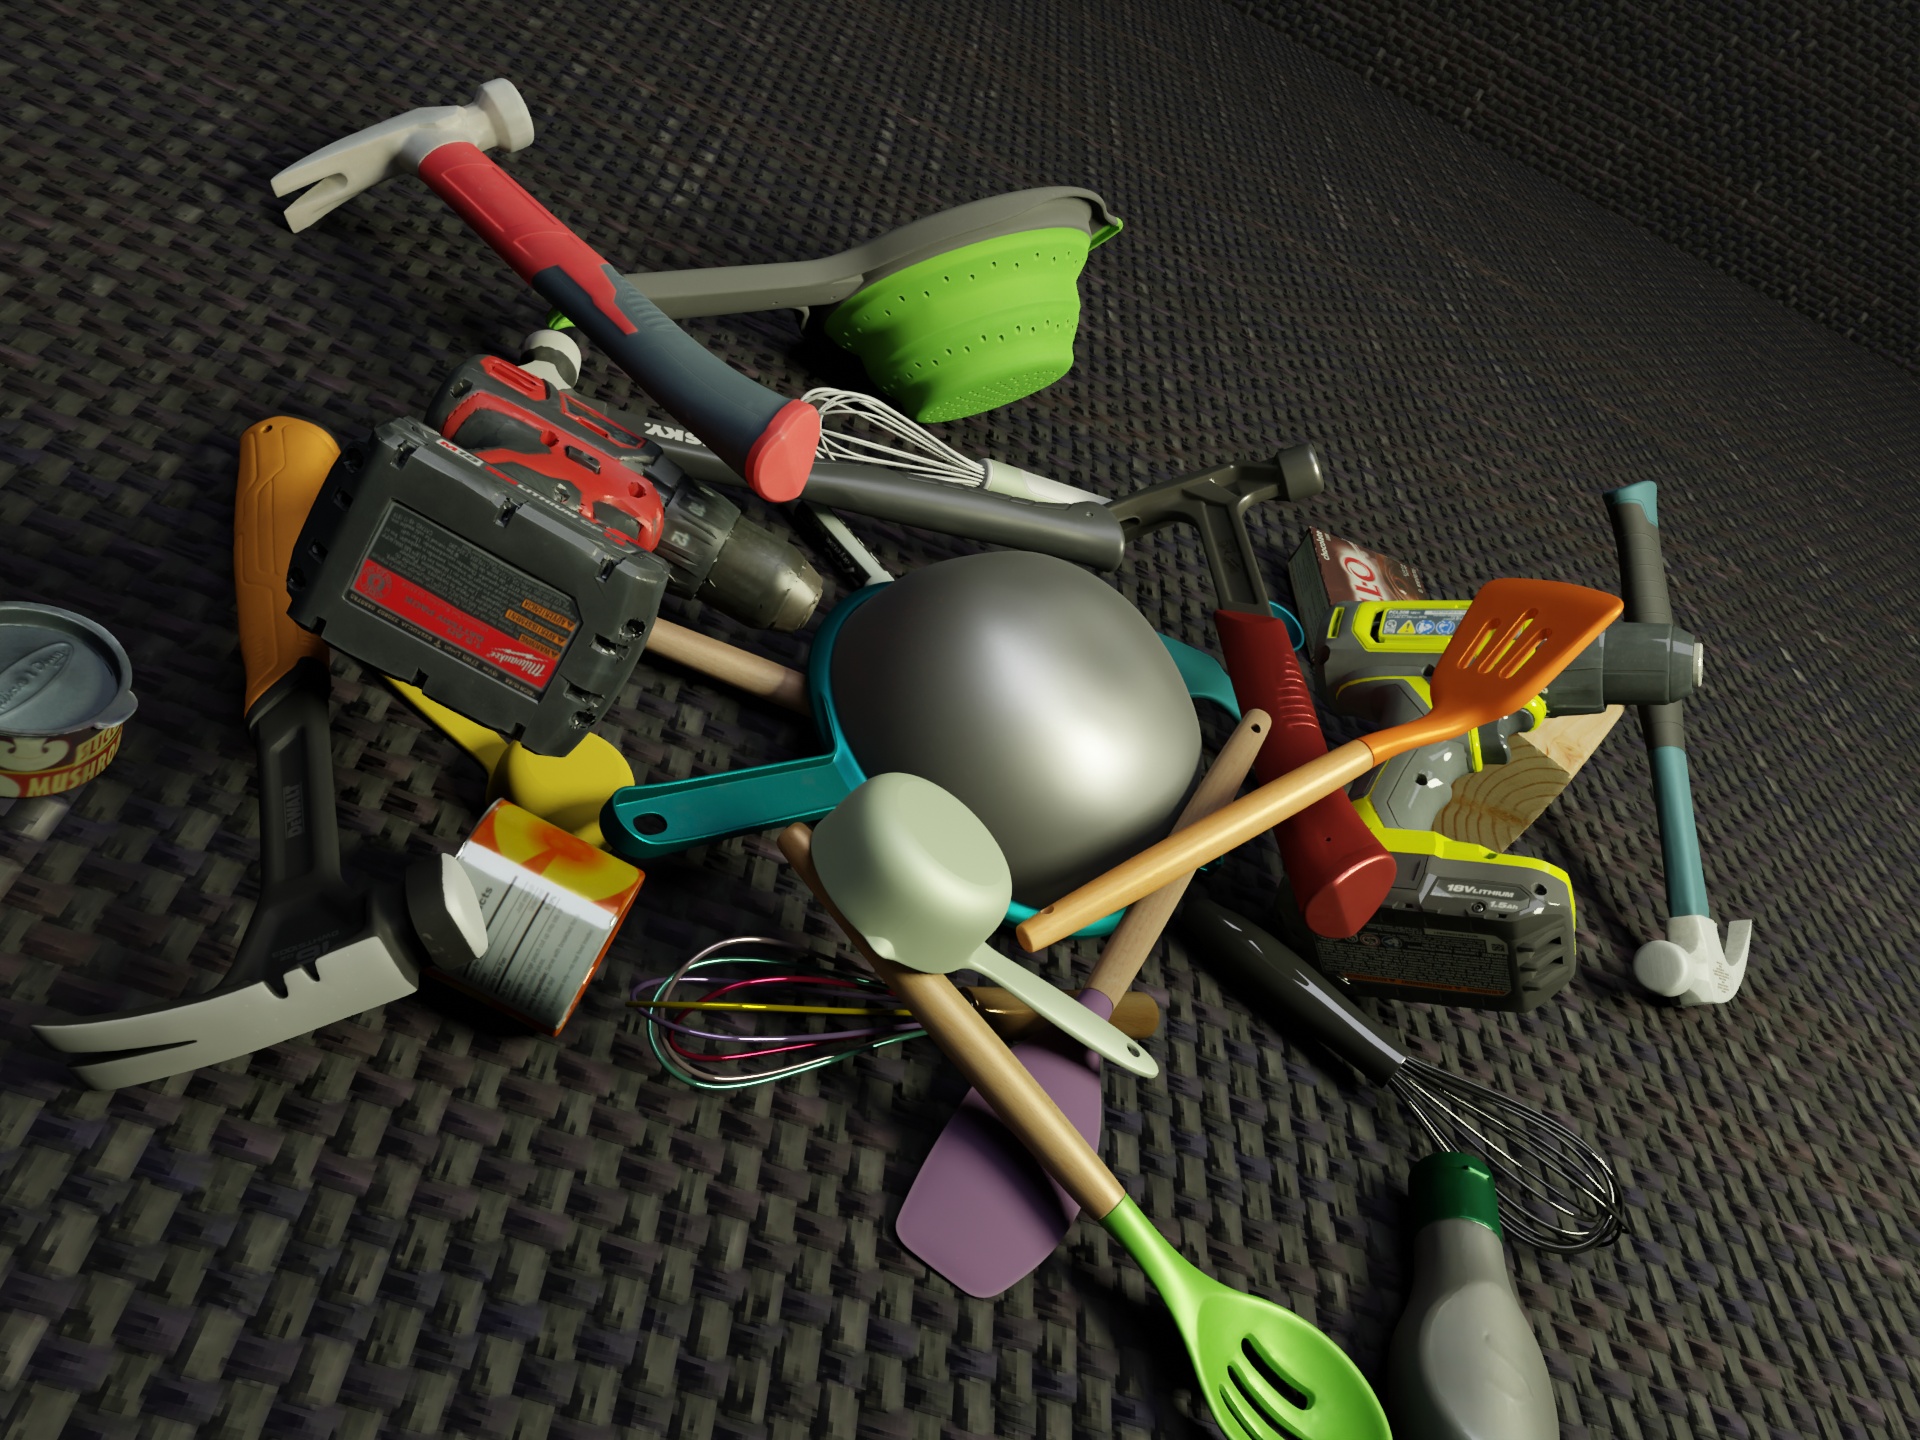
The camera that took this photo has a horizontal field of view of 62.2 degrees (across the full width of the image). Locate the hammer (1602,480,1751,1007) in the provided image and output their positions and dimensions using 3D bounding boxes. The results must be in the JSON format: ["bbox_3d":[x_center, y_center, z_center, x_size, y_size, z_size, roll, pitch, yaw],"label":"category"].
[{"bbox_3d":[0.421,0.006,0.953,0.128,0.033,0.331,20,63,-45],"label":"hammer"}]

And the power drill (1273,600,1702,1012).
[{"bbox_3d":[0.261,0.027,0.796,0.190,0.080,0.229,3,48,27],"label":"power drill"}]

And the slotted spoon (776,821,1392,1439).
[{"bbox_3d":[0.039,0.158,0.585,0.314,0.031,0.070,48,37,6],"label":"slotted spoon"}]

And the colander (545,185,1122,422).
[{"bbox_3d":[-0.053,-0.226,0.941,0.397,0.204,0.094,-19,91,-40],"label":"colander"}]

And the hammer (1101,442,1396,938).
[{"bbox_3d":[0.148,-0.027,0.830,0.359,0.149,0.036,-93,162,-51],"label":"hammer"}]

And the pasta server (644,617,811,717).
[{"bbox_3d":[-0.129,-0.028,0.730,0.316,0.040,0.060,22,36,-20],"label":"pasta server"}]

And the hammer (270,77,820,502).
[{"bbox_3d":[-0.201,-0.208,0.773,0.143,0.038,0.387,-32,53,-19],"label":"hammer"}]

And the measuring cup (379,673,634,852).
[{"bbox_3d":[-0.195,-0.005,0.644,0.156,0.029,0.062,41,36,10],"label":"measuring cup"}]

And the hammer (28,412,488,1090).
[{"bbox_3d":[-0.256,-0.017,0.586,0.127,0.034,0.337,-20,44,-7],"label":"hammer"}]

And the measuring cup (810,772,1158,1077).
[{"bbox_3d":[0.020,0.080,0.603,0.167,0.038,0.083,36,23,-11],"label":"measuring cup"}]

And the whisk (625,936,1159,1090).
[{"bbox_3d":[-0.015,0.116,0.624,0.244,0.047,0.051,8,49,-35],"label":"whisk"}]

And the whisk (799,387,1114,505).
[{"bbox_3d":[0.006,-0.149,0.956,0.246,0.059,0.058,12,51,-32],"label":"whisk"}]

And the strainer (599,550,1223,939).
[{"bbox_3d":[-0.001,-0.002,0.699,0.340,0.095,0.211,-10,61,-49],"label":"strainer"}]

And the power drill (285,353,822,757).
[{"bbox_3d":[-0.147,-0.068,0.640,0.187,0.080,0.227,29,17,-11],"label":"power drill"}]

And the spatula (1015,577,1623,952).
[{"bbox_3d":[0.157,0.017,0.702,0.322,0.041,0.081,-26,24,-22],"label":"spatula"}]

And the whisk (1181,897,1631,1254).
[{"bbox_3d":[0.199,0.158,0.730,0.239,0.055,0.055,38,35,17],"label":"whisk"}]

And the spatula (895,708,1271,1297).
[{"bbox_3d":[0.070,0.099,0.663,0.060,0.018,0.316,36,52,1],"label":"spatula"}]

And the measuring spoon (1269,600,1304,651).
[{"bbox_3d":[0.185,-0.024,0.968,0.042,0.021,0.129,25,45,-11],"label":"measuring spoon"}]

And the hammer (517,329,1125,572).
[{"bbox_3d":[-0.072,-0.123,0.839,0.334,0.035,0.146,10,39,-14],"label":"hammer"}]

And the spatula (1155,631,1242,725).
[{"bbox_3d":[0.192,0.046,0.879,0.317,0.044,0.082,43,38,8],"label":"spatula"}]
